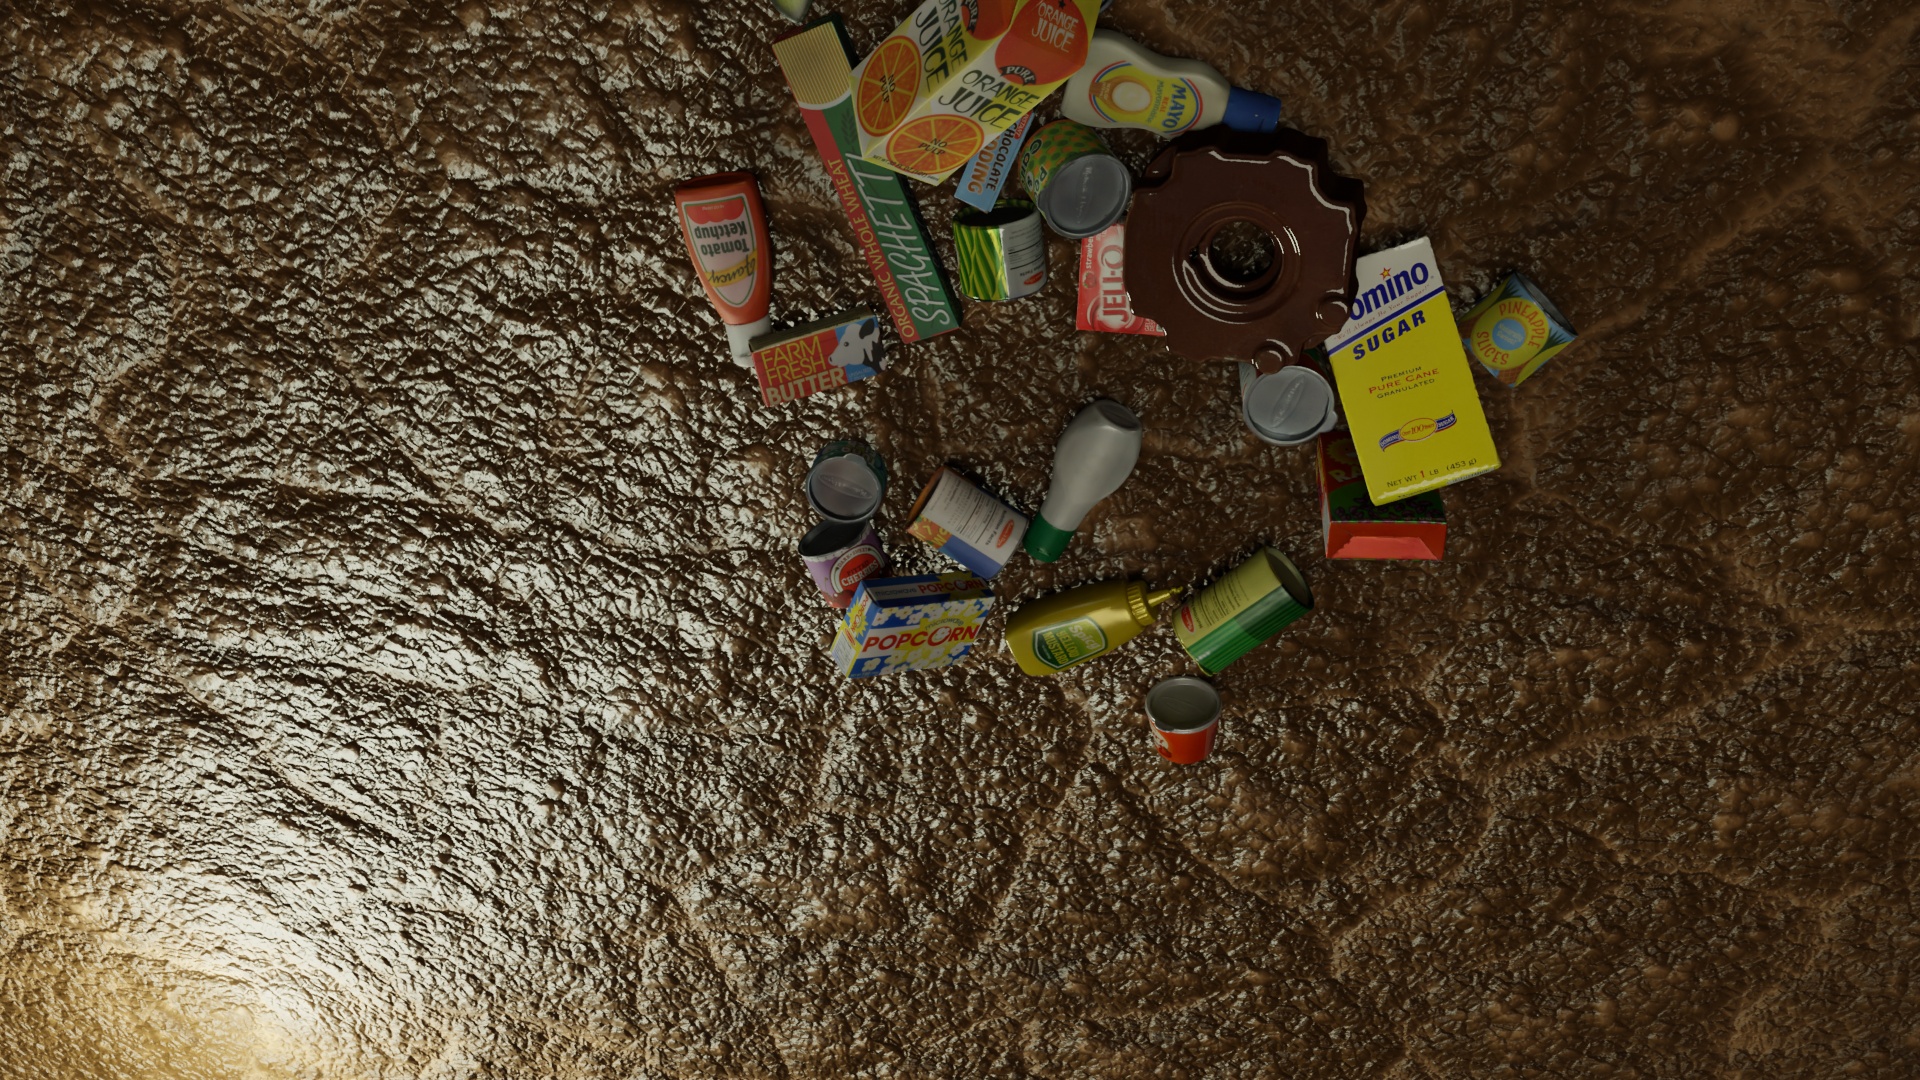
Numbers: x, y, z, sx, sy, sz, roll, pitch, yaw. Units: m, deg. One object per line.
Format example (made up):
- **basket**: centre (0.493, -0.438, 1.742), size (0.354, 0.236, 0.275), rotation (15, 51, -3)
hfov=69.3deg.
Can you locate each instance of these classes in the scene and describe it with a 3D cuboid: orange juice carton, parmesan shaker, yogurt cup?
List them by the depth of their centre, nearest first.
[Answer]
- **orange juice carton**: centre (0.014, -0.323, 0.922), size (0.072, 0.073, 0.192), rotation (8, 154, -42)
- **parmesan shaker**: centre (0.240, 0.061, 1.178), size (0.071, 0.072, 0.102), rotation (42, 118, -18)
- **yogurt cup**: centre (0.202, 0.164, 1.255), size (0.072, 0.073, 0.053), rotation (-2, 130, 9)

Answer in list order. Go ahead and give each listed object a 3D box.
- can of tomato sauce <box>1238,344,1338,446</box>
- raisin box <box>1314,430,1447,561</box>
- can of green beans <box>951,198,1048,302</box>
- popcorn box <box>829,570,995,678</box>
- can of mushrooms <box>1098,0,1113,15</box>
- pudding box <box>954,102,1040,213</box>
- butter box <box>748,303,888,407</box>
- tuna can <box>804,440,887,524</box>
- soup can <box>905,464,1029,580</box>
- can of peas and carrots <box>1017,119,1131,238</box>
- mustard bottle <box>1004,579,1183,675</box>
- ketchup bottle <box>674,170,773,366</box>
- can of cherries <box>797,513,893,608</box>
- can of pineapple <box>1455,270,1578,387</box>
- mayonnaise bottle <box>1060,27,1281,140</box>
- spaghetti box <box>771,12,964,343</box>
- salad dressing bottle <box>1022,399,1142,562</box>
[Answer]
- **can of tomato sauce**: centre (0.248, -0.120, 1.056), size (0.071, 0.083, 0.070), rotation (4, 123, 6)
- **raisin box**: centre (0.323, -0.036, 1.073), size (0.086, 0.124, 0.039), rotation (0, 128, 9)
- **can of green beans**: centre (0.029, -0.217, 1.036), size (0.071, 0.071, 0.057), rotation (-3, 121, 10)
- **popcorn box**: centre (-0.041, 0.072, 1.203), size (0.127, 0.038, 0.084), rotation (-4, 132, -38)
- **can of mushrooms**: centre (0.080, -0.387, 0.941), size (0.071, 0.034, 0.070), rotation (4, 122, 6)
- **pudding box**: centre (0.027, -0.284, 1.003), size (0.030, 0.050, 0.083), rotation (24, 122, -5)
- **butter box**: centre (-0.113, -0.146, 1.101), size (0.104, 0.024, 0.053), rotation (-19, 125, -9)
- **tuna can**: centre (-0.095, -0.052, 1.177), size (0.071, 0.033, 0.070), rotation (4, 123, 6)
- **soup can**: centre (0.004, -0.015, 1.169), size (0.084, 0.072, 0.071), rotation (32, 121, -11)
- **can of peas and carrots**: centre (0.078, -0.259, 0.993), size (0.071, 0.059, 0.070), rotation (-12, 134, -13)
- **mustard bottle**: centre (0.119, 0.068, 1.213), size (0.160, 0.049, 0.065), rotation (-22, 118, 21)
- **ketchup bottle**: centre (-0.175, -0.210, 1.083), size (0.065, 0.044, 0.148), rotation (-7, 122, 5)
- **can of cherries**: centre (-0.098, 0.018, 1.199), size (0.071, 0.072, 0.058), rotation (-15, 119, 17)
- **can of pineapple**: centre (0.407, -0.155, 1.020), size (0.071, 0.071, 0.057), rotation (37, 120, -15)
- **mayonnaise bottle**: centre (0.148, -0.311, 0.974), size (0.148, 0.041, 0.064), rotation (14, 127, -1)
- **spaghetti box**: centre (-0.065, -0.264, 1.042), size (0.050, 0.029, 0.249), rotation (-15, 119, 18)
- **salad dressing bottle**: centre (0.097, -0.046, 1.148), size (0.064, 0.044, 0.147), rotation (23, 123, -9)
